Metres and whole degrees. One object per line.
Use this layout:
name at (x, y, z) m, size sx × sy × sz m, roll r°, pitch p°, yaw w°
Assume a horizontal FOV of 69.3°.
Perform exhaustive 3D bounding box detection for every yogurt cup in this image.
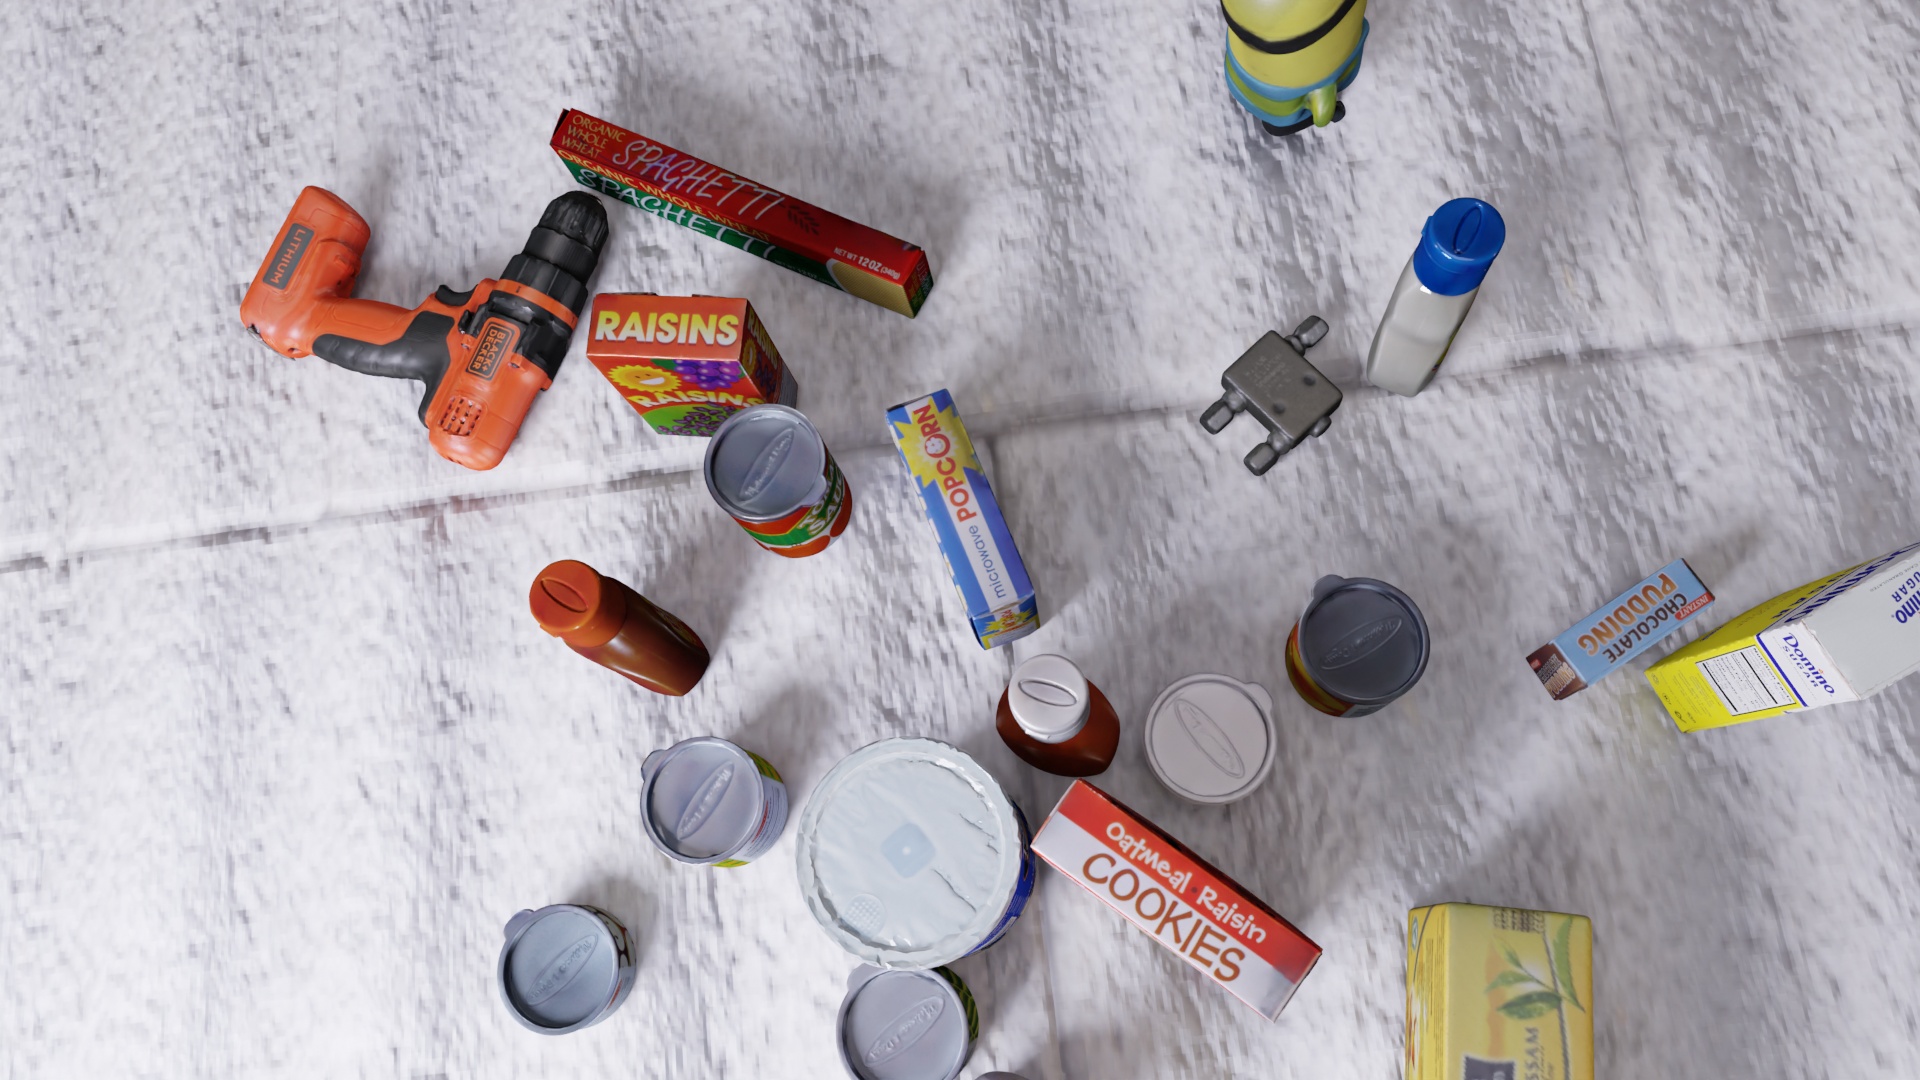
yogurt cup at (0.129, 0.106, 0.728) m, size 0.072 × 0.054 × 0.072 m, roll -2°, pitch 74°, yaw 6°

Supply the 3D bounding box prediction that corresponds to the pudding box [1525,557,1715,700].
pudding box at (0.343, 0.047, 0.724) m, size 0.084 × 0.049 × 0.030 m, roll -32°, pitch 74°, yaw -3°

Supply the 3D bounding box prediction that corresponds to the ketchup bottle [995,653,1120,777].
ketchup bottle at (0.047, 0.088, 0.693) m, size 0.065 × 0.148 × 0.043 m, roll 16°, pitch 77°, yaw 10°

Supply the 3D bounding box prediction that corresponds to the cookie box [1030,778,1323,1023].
cookie box at (0.098, 0.168, 0.655) m, size 0.123 × 0.167 × 0.040 m, roll 33°, pitch 81°, yaw 14°

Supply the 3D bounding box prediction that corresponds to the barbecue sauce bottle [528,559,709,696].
barbecue sauce bottle at (-0.181, 0.045, 0.730) m, size 0.065 × 0.148 × 0.044 m, roll 32°, pitch 81°, yaw 13°

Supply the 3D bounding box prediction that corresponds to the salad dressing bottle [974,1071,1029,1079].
salad dressing bottle at (0.022, 0.281, 0.642) m, size 0.064 × 0.147 × 0.044 m, roll 42°, pitch 83°, yaw 15°

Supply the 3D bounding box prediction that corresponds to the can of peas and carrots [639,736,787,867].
can of peas and carrots at (-0.133, 0.140, 0.744) m, size 0.071 × 0.058 × 0.071 m, roll -2°, pitch 74°, yaw 6°

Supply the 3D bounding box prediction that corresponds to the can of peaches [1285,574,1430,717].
can of peaches at (0.206, 0.056, 0.732) m, size 0.071 × 0.058 × 0.071 m, roll -2°, pitch 74°, yaw 6°

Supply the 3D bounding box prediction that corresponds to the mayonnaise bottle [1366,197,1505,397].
mayonnaise bottle at (0.250, -0.129, 0.733) m, size 0.041 × 0.147 × 0.065 m, roll 25°, pitch 79°, yaw 12°

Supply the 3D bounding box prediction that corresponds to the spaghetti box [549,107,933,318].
spaghetti box at (-0.135, -0.200, 0.845) m, size 0.250 × 0.050 × 0.029 m, roll 24°, pitch 79°, yaw 12°

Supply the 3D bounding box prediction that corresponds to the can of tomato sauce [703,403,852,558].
can of tomato sauce at (-0.098, -0.031, 0.776) m, size 0.071 × 0.083 × 0.071 m, roll -2°, pitch 75°, yaw 6°

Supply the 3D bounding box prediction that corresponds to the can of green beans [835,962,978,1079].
can of green beans at (-0.025, 0.247, 0.703) m, size 0.071 × 0.057 × 0.071 m, roll -2°, pitch 74°, yaw 6°

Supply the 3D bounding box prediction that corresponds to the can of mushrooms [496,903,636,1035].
can of mushrooms at (-0.211, 0.226, 0.742) m, size 0.071 × 0.033 × 0.071 m, roll -2°, pitch 74°, yaw 6°

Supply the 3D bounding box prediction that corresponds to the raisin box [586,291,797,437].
raisin box at (-0.146, -0.096, 0.779) m, size 0.086 × 0.123 × 0.040 m, roll 3°, pitch 75°, yaw 7°

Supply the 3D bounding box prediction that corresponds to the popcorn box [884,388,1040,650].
popcorn box at (0.003, -0.010, 0.758) m, size 0.038 × 0.085 × 0.127 m, roll -23°, pitch 73°, yaw 0°
